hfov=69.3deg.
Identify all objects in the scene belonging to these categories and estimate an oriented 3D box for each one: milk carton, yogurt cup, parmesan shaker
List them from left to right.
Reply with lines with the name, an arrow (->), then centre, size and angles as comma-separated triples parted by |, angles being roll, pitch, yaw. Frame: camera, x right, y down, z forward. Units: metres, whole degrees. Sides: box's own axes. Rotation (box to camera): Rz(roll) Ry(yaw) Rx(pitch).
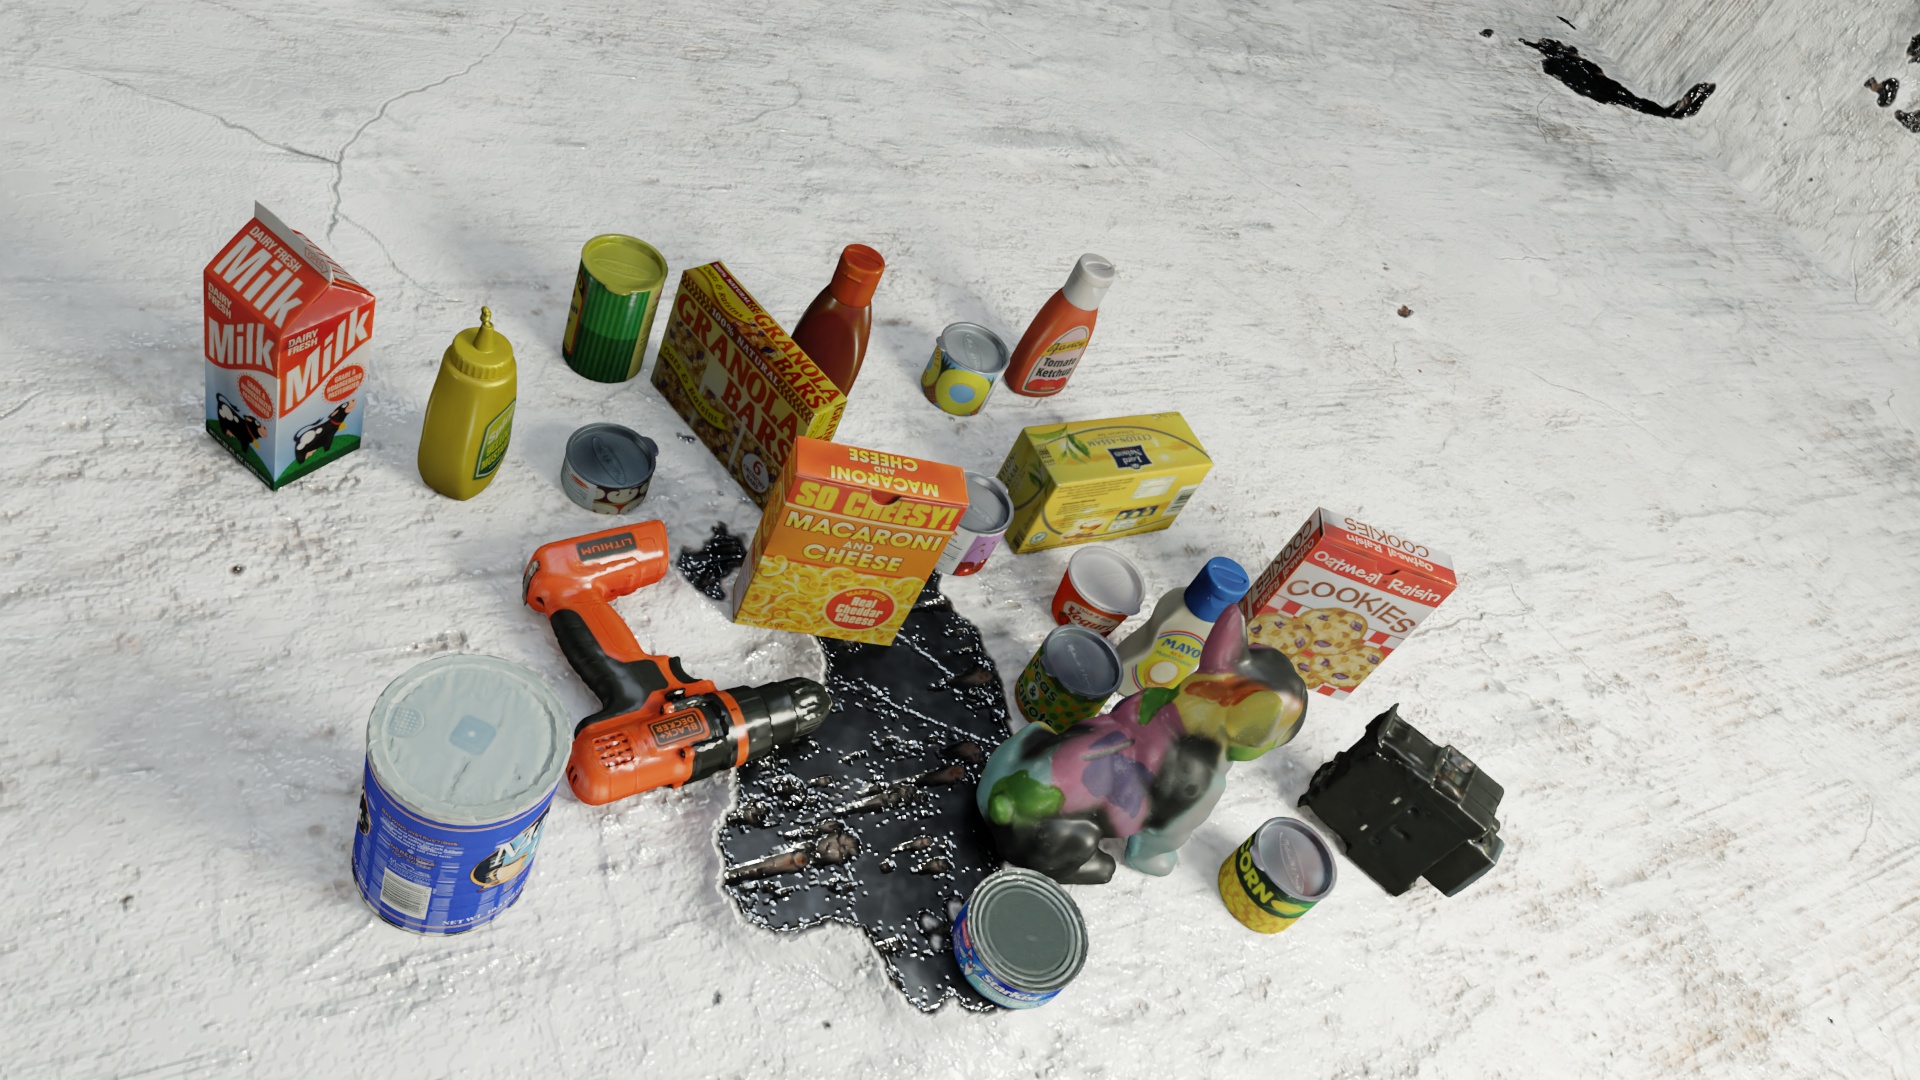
milk carton -> -0.438, -0.128, 0.906 | 0.072, 0.189, 0.074 | 39, 44, 9
parmesan shaker -> -0.276, -0.181, 1.100 | 0.071, 0.102, 0.072 | 15, 46, -15
yogurt cup -> 0.109, 0.046, 1.129 | 0.072, 0.053, 0.073 | 15, 46, -15

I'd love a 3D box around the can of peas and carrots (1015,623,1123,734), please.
can of peas and carrots -> 0.080, 0.107, 1.054 | 0.071, 0.058, 0.071 | 15, 46, -15

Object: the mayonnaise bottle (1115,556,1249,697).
mayonnaise bottle -> 0.170, 0.071, 1.070 | 0.065, 0.147, 0.041 | 22, 44, -8

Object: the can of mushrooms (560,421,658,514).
can of mushrooms -> -0.262, -0.054, 1.042 | 0.071, 0.033, 0.071 | 14, 46, -15

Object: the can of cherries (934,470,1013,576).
can of cherries -> 0.004, -0.014, 1.126 | 0.071, 0.058, 0.072 | 15, 46, -15

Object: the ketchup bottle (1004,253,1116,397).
ketchup bottle -> 0.094, -0.196, 1.273 | 0.065, 0.148, 0.044 | -6, 54, -32

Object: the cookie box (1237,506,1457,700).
cookie box -> 0.305, 0.056, 1.139 | 0.123, 0.166, 0.040 | 19, 45, -11

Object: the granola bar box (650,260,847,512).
granola bar box -> -0.167, -0.117, 1.084 | 0.039, 0.123, 0.166 | -26, 66, -41

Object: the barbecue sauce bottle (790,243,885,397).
barbecue sauce bottle -> -0.103, -0.179, 1.155 | 0.065, 0.147, 0.044 | 27, 44, -3

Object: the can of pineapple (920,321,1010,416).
can of pineapple -> 0.002, -0.155, 1.253 | 0.071, 0.057, 0.071 | 15, 46, -15

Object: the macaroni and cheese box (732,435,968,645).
macaroni and cheese box -> -0.081, 0.006, 0.986 | 0.124, 0.165, 0.040 | 10, 47, -20

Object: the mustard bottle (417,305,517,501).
mustard bottle -> -0.334, -0.097, 0.953 | 0.049, 0.159, 0.066 | 28, 44, -2

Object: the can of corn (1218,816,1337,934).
can of corn -> 0.227, 0.243, 1.007 | 0.071, 0.058, 0.071 | 15, 46, -15
